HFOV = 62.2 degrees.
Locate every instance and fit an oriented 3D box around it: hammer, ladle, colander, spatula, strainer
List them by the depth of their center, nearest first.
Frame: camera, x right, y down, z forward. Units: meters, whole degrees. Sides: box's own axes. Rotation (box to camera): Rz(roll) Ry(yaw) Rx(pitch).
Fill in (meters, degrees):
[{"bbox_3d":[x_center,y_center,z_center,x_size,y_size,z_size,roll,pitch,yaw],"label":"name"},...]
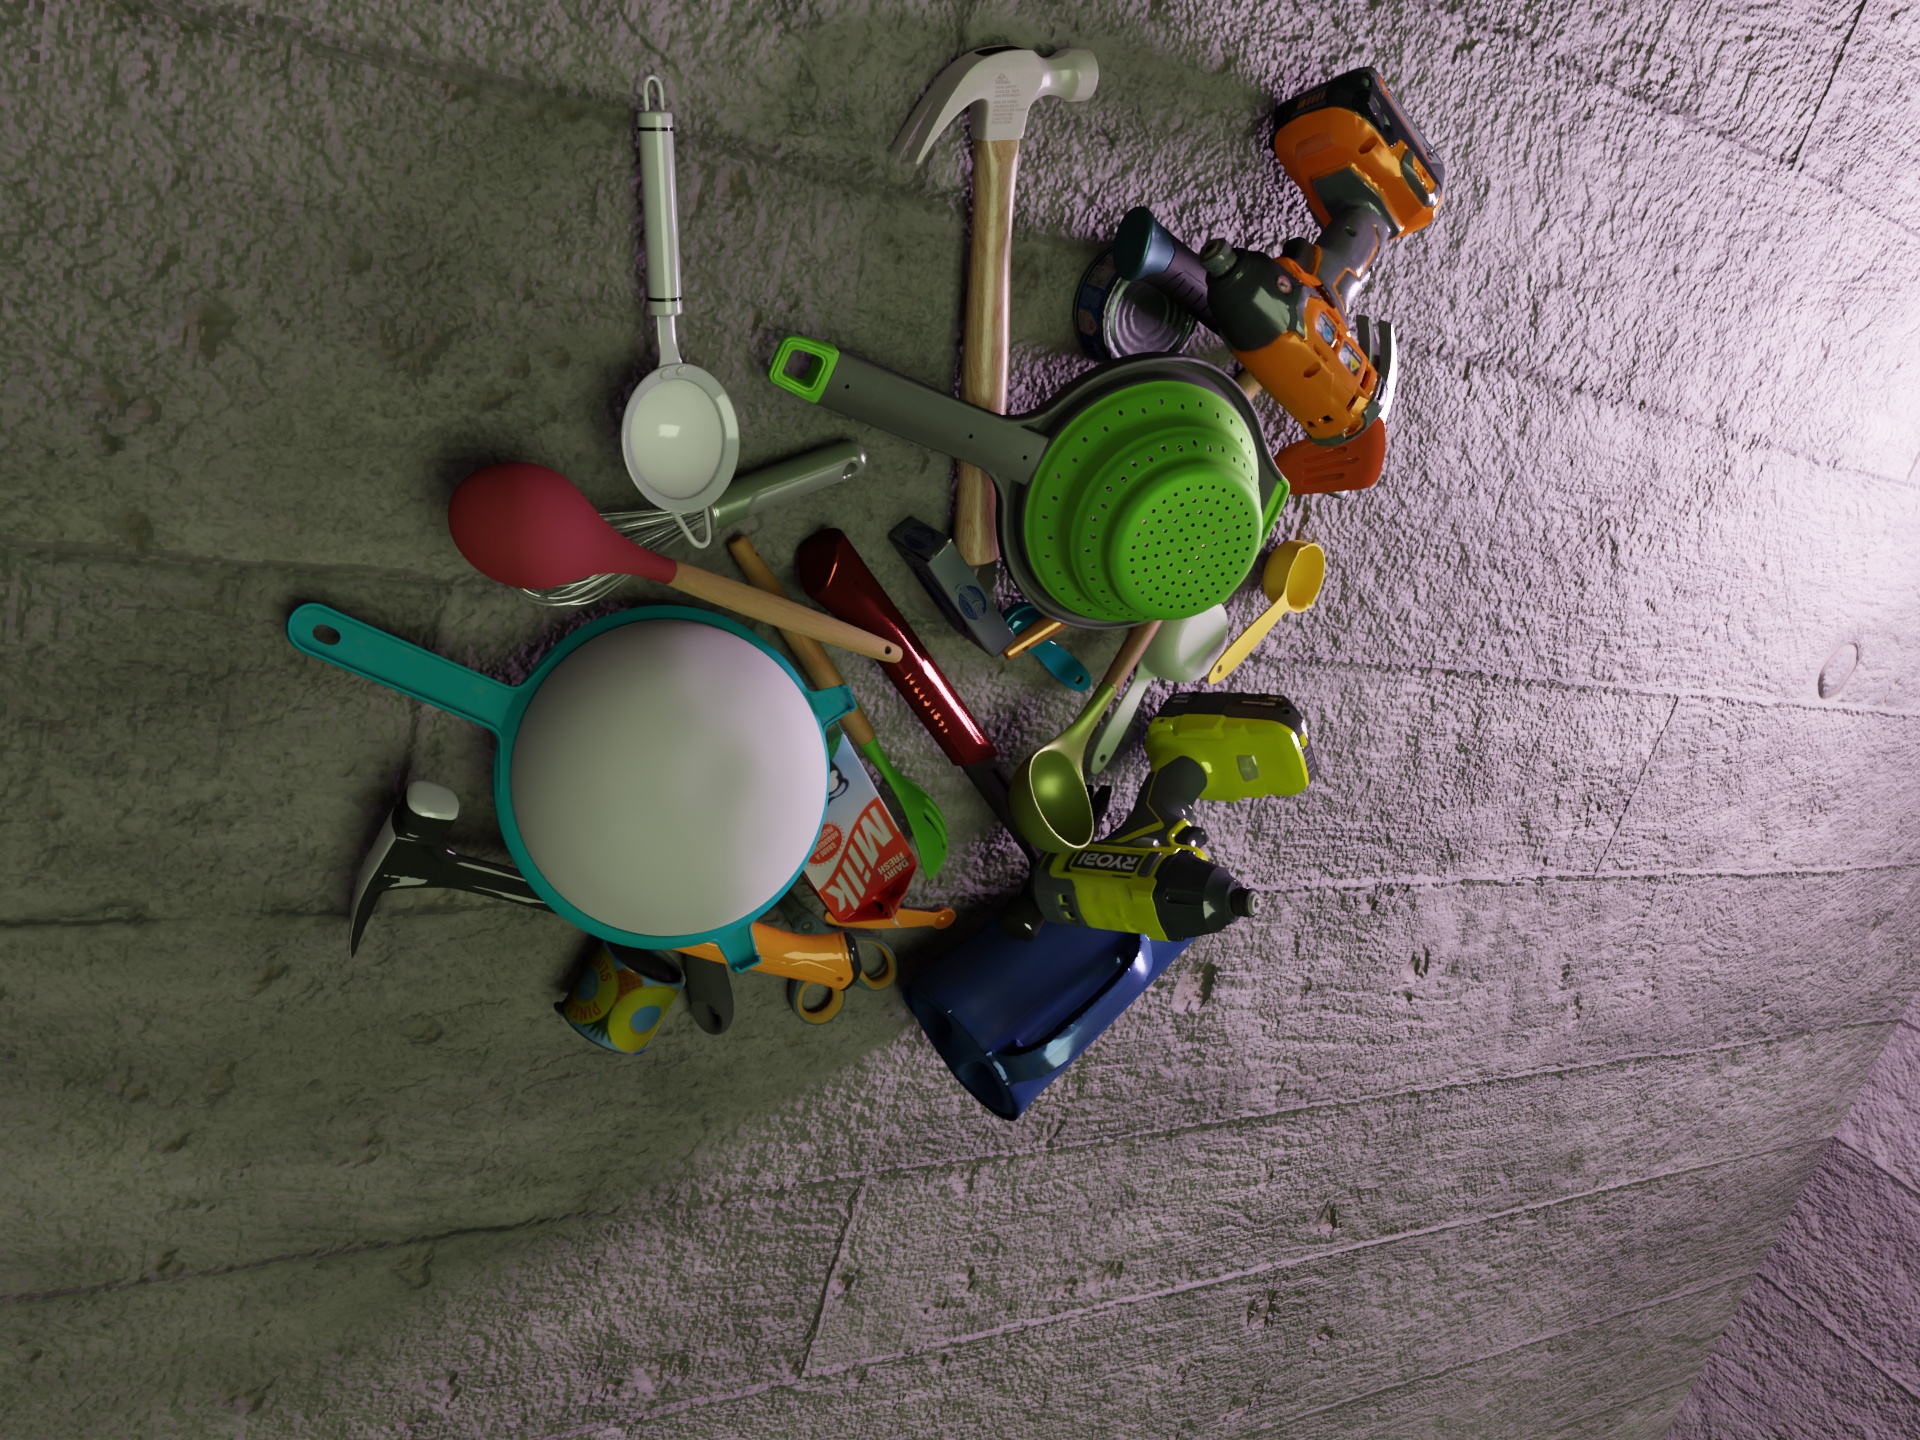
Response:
[{"bbox_3d":[-0.168,-0.228,0.904,0.087,0.050,0.258,-22,120,-46],"label":"strainer"},{"bbox_3d":[-0.213,0.009,0.914,0.340,0.095,0.211,25,78,-25],"label":"strainer"},{"bbox_3d":[-0.153,-0.079,0.947,0.315,0.031,0.069,18,82,-42],"label":"ladle"},{"bbox_3d":[0.065,-0.153,1.021,0.396,0.095,0.204,16,112,-30],"label":"colander"},{"bbox_3d":[0.015,-0.256,1.025,0.130,0.031,0.331,-14,123,-28],"label":"hammer"},{"bbox_3d":[-0.215,0.132,1.028,0.336,0.034,0.127,19,122,-30],"label":"hammer"},{"bbox_3d":[0.212,-0.267,1.116,0.330,0.033,0.128,19,99,-47],"label":"hammer"},{"bbox_3d":[-0.002,-0.004,1.139,0.358,0.037,0.149,55,52,-35],"label":"hammer"},{"bbox_3d":[0.170,-0.128,1.160,0.322,0.041,0.081,-33,150,-9],"label":"spatula"},{"bbox_3d":[0.131,-0.045,1.172,0.078,0.062,0.320,40,76,-34],"label":"ladle"}]

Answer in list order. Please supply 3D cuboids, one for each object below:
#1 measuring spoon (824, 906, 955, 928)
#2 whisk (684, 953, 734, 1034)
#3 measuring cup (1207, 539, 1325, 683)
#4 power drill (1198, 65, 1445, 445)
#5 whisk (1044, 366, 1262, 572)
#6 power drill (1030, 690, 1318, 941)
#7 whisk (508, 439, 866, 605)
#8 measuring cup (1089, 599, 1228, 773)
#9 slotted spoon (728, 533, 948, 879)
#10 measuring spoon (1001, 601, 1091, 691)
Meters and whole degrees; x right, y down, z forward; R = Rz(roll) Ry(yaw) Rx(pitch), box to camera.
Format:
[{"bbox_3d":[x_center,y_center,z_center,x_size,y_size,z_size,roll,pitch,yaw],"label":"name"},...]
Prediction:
[{"bbox_3d":[-0.055,0.150,1.228,0.116,0.011,0.021,6,120,-33],"label":"measuring spoon"},{"bbox_3d":[-0.183,0.112,1.083,0.073,0.073,0.295,-21,132,-24],"label":"whisk"},{"bbox_3d":[0.234,-0.085,1.257,0.156,0.029,0.062,-45,136,-22],"label":"measuring cup"},{"bbox_3d":[0.233,-0.315,1.043,0.164,0.084,0.227,37,62,-33],"label":"power drill"},{"bbox_3d":[0.150,-0.194,1.152,0.245,0.047,0.051,-44,144,-11],"label":"whisk"},{"bbox_3d":[0.176,0.074,1.196,0.223,0.171,0.080,-51,130,-39],"label":"power drill"},{"bbox_3d":[-0.161,-0.125,0.969,0.246,0.059,0.057,-25,154,-27],"label":"whisk"},{"bbox_3d":[0.153,-0.027,1.232,0.083,0.038,0.167,34,83,-44],"label":"measuring cup"},{"bbox_3d":[-0.077,-0.005,1.097,0.031,0.070,0.313,-23,126,11],"label":"slotted spoon"},{"bbox_3d":[0.062,-0.054,1.190,0.042,0.021,0.128,-47,141,4],"label":"measuring spoon"}]
